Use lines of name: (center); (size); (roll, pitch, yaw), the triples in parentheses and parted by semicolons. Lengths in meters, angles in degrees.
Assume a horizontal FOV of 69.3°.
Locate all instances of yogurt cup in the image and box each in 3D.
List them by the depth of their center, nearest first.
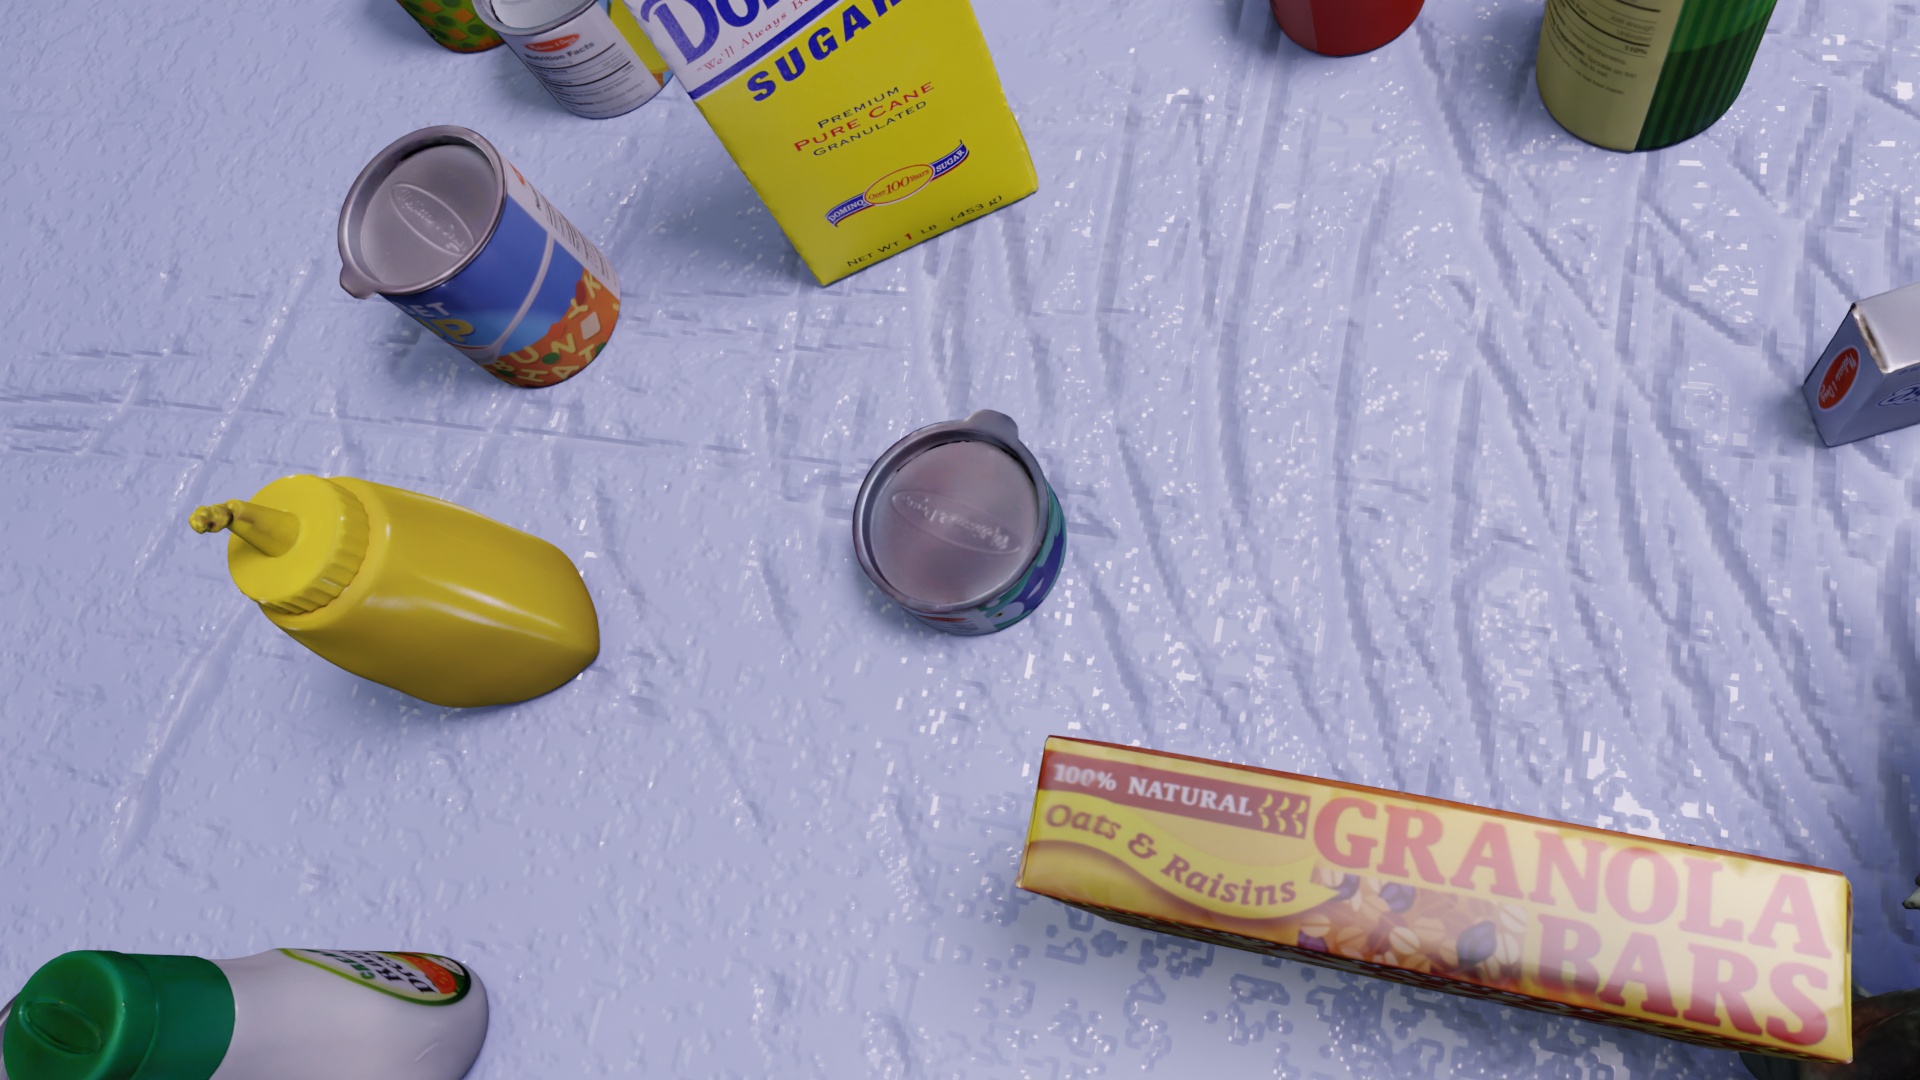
yogurt cup: (0.133, -0.206, 0.479); (0.072, 0.054, 0.072); (-5, 70, 14)

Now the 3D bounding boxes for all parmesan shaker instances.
parmesan shaker: (0.212, -0.176, 0.419); (0.071, 0.103, 0.071); (-5, 71, 15)

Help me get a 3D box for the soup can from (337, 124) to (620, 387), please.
soup can: (-0.177, -0.100, 0.515); (0.071, 0.083, 0.071); (-5, 71, 15)

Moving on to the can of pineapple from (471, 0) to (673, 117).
can of pineapple: (-0.153, -0.217, 0.563); (0.071, 0.057, 0.071); (-5, 70, 15)

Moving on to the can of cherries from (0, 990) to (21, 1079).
can of cherries: (-0.279, 0.181, 0.461); (0.071, 0.058, 0.071); (-5, 70, 15)

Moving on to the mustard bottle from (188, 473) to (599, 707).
mustard bottle: (-0.175, 0.013, 0.434); (0.065, 0.160, 0.049); (-25, 67, 7)

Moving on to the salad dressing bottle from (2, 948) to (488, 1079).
salad dressing bottle: (-0.198, 0.141, 0.403); (0.064, 0.147, 0.044); (14, 76, 20)

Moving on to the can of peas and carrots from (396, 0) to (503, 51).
can of peas and carrots: (-0.220, -0.253, 0.594); (0.071, 0.058, 0.071); (-5, 70, 15)

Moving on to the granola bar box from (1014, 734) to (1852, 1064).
granola bar box: (0.109, 0.089, 0.345); (0.165, 0.124, 0.039); (7, 74, 18)

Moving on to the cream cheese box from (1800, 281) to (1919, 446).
cream cheese box: (0.295, -0.060, 0.382); (0.104, 0.053, 0.024); (-17, 68, 10)

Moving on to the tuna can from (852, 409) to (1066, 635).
tuna can: (0.002, -0.006, 0.459); (0.071, 0.032, 0.071); (-5, 70, 14)
